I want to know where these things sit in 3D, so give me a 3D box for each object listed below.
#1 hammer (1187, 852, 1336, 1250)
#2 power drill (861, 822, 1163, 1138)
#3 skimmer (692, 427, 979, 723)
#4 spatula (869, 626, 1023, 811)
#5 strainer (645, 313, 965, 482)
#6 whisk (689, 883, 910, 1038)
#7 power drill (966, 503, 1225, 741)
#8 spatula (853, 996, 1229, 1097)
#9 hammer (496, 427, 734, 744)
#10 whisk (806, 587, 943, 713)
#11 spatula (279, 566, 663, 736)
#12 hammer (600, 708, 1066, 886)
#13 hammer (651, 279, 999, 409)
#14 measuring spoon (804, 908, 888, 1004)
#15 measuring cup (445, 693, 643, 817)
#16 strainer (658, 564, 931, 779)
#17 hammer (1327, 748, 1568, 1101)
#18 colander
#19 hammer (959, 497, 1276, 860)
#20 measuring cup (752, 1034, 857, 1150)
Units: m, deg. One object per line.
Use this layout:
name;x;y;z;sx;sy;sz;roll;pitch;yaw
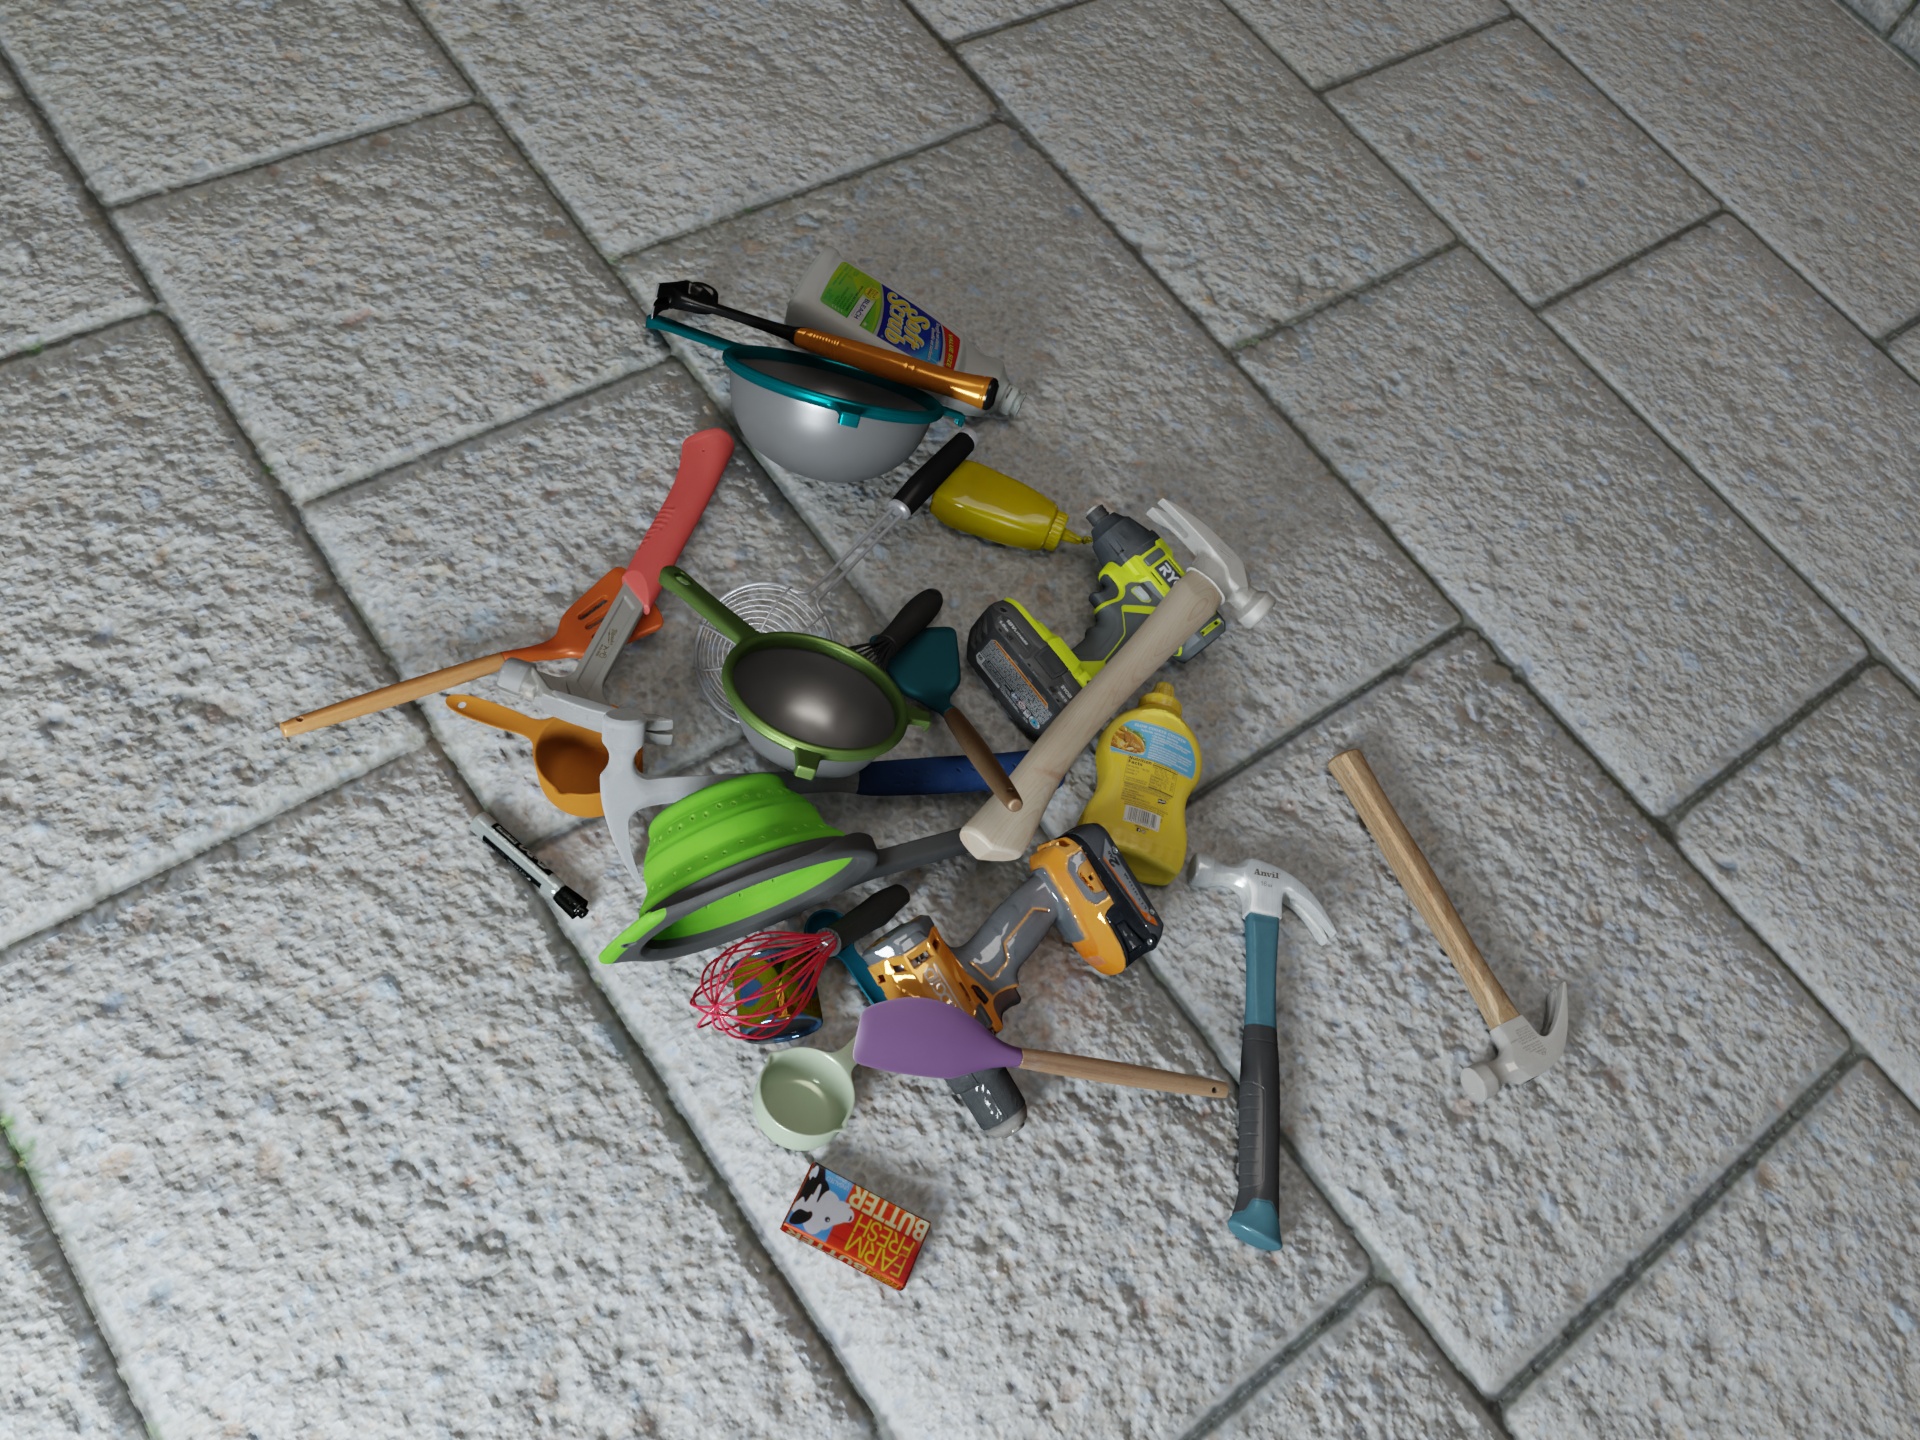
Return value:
hammer;0.249;0.271;1.331;0.128;0.033;0.331;11;59;-6
power drill;0.056;0.208;1.287;0.226;0.084;0.185;-30;88;-25
skimmer;-0.099;-0.142;1.453;0.127;0.090;0.363;38;58;3
spatula;-0.002;-0.004;1.347;0.082;0.044;0.318;-7;25;-14
strainer;-0.180;-0.302;1.521;0.340;0.095;0.211;25;22;26
whisk;-0.110;0.174;1.210;0.073;0.073;0.296;42;24;12
power drill;0.120;-0.094;1.474;0.223;0.080;0.171;-35;84;-30
spatula;0.069;0.263;1.236;0.315;0.018;0.060;14;88;-18
hammer;-0.264;-0.133;1.401;0.149;0.036;0.359;17;50;2
whisk;-0.069;-0.066;1.401;0.055;0.055;0.239;32;35;6
spatula;-0.408;-0.050;1.337;0.322;0.041;0.081;-22;60;-32
hammer;-0.099;0.055;1.339;0.405;0.144;0.035;-2;21;-23
hammer;-0.127;-0.360;1.525;0.337;0.034;0.127;18;19;6
measuring spoon;-0.083;0.209;1.292;0.042;0.021;0.129;-28;70;-38
measuring cup;-0.346;0.023;1.321;0.173;0.052;0.095;20;57;7
strainer;-0.159;-0.030;1.269;0.256;0.069;0.151;39;36;23
hammer;0.430;0.169;1.432;0.130;0.031;0.332;-18;66;-21
colander;-0.111;0.090;1.270;0.397;0.204;0.094;-12;72;-40
hammer;0.123;-0.034;1.383;0.146;0.038;0.411;44;58;-2
measuring cup;-0.095;0.275;1.251;0.083;0.038;0.167;42;43;16
